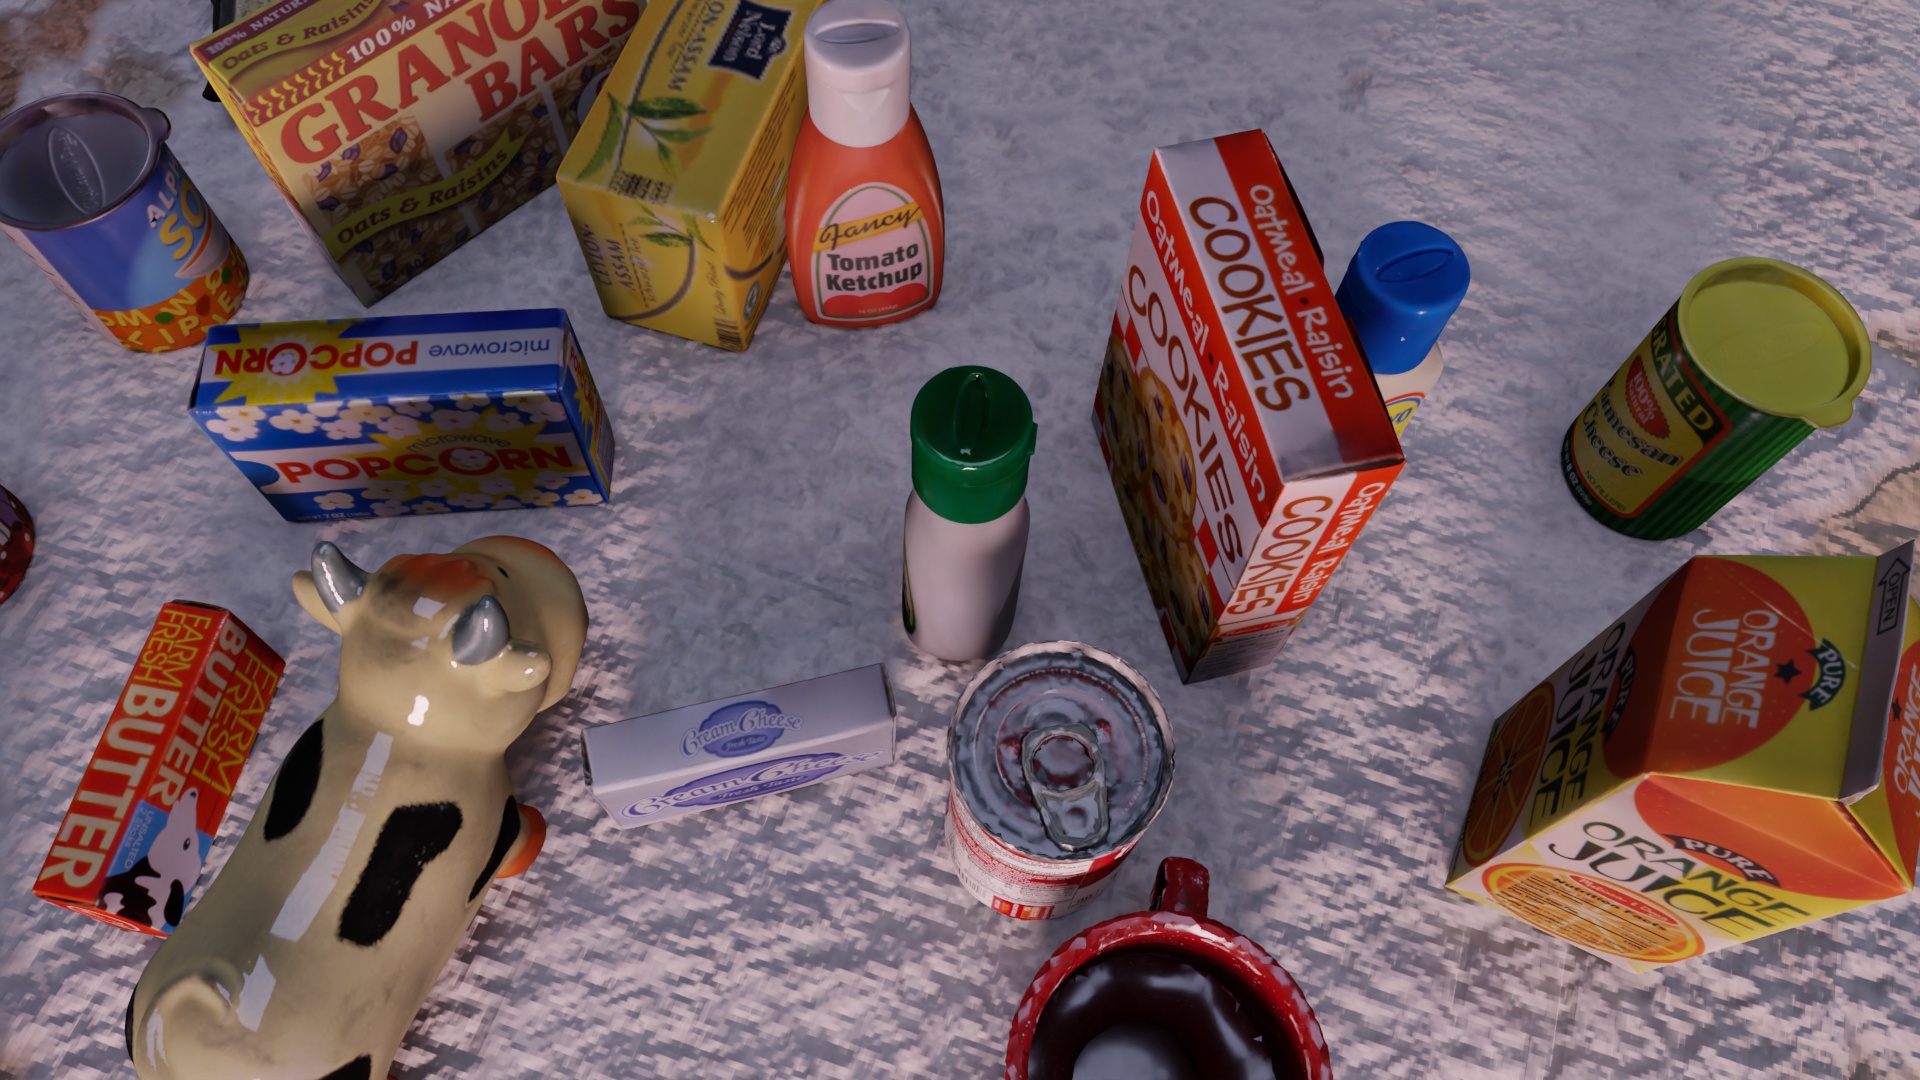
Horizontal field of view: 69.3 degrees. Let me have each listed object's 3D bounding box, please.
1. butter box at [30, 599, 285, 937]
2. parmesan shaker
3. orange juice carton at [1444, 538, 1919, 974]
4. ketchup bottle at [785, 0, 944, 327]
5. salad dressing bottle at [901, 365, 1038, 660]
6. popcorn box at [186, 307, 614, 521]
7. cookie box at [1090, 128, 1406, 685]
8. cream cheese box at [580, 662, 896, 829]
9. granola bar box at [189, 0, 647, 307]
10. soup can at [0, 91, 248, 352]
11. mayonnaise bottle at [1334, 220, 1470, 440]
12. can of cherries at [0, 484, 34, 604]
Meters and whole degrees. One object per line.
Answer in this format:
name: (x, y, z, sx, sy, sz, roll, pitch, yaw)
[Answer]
butter box: (-0.269, 0.077, 0.472, 0.024, 0.053, 0.104, 9, 64, 3)
parmesan shaker: (0.281, -0.048, 0.526, 0.071, 0.102, 0.071, 1, 64, -2)
orange juice carton: (0.221, 0.069, 0.417, 0.073, 0.191, 0.072, 23, 66, 9)
ketchup bottle: (-0.037, -0.140, 0.533, 0.065, 0.148, 0.044, -10, 65, -7)
salad dressing bottle: (0.002, -0.006, 0.470, 0.044, 0.147, 0.064, 7, 65, 2)
popcorn box: (-0.200, -0.045, 0.516, 0.127, 0.085, 0.038, -4, 65, -4)
cookie box: (0.090, -0.037, 0.478, 0.040, 0.166, 0.123, -12, 65, -8)
cream cheese box: (-0.074, 0.072, 0.482, 0.104, 0.053, 0.024, -12, 66, -8)
granola bar box: (-0.203, -0.187, 0.563, 0.166, 0.123, 0.039, -41, 72, -19)
soup can: (-0.330, -0.125, 0.551, 0.071, 0.083, 0.071, 1, 64, -2)
mayonnaise bottle: (0.139, -0.054, 0.498, 0.065, 0.147, 0.041, -20, 67, -11)
can of cherries: (-0.384, -0.003, 0.504, 0.071, 0.058, 0.072, 1, 64, -2)
